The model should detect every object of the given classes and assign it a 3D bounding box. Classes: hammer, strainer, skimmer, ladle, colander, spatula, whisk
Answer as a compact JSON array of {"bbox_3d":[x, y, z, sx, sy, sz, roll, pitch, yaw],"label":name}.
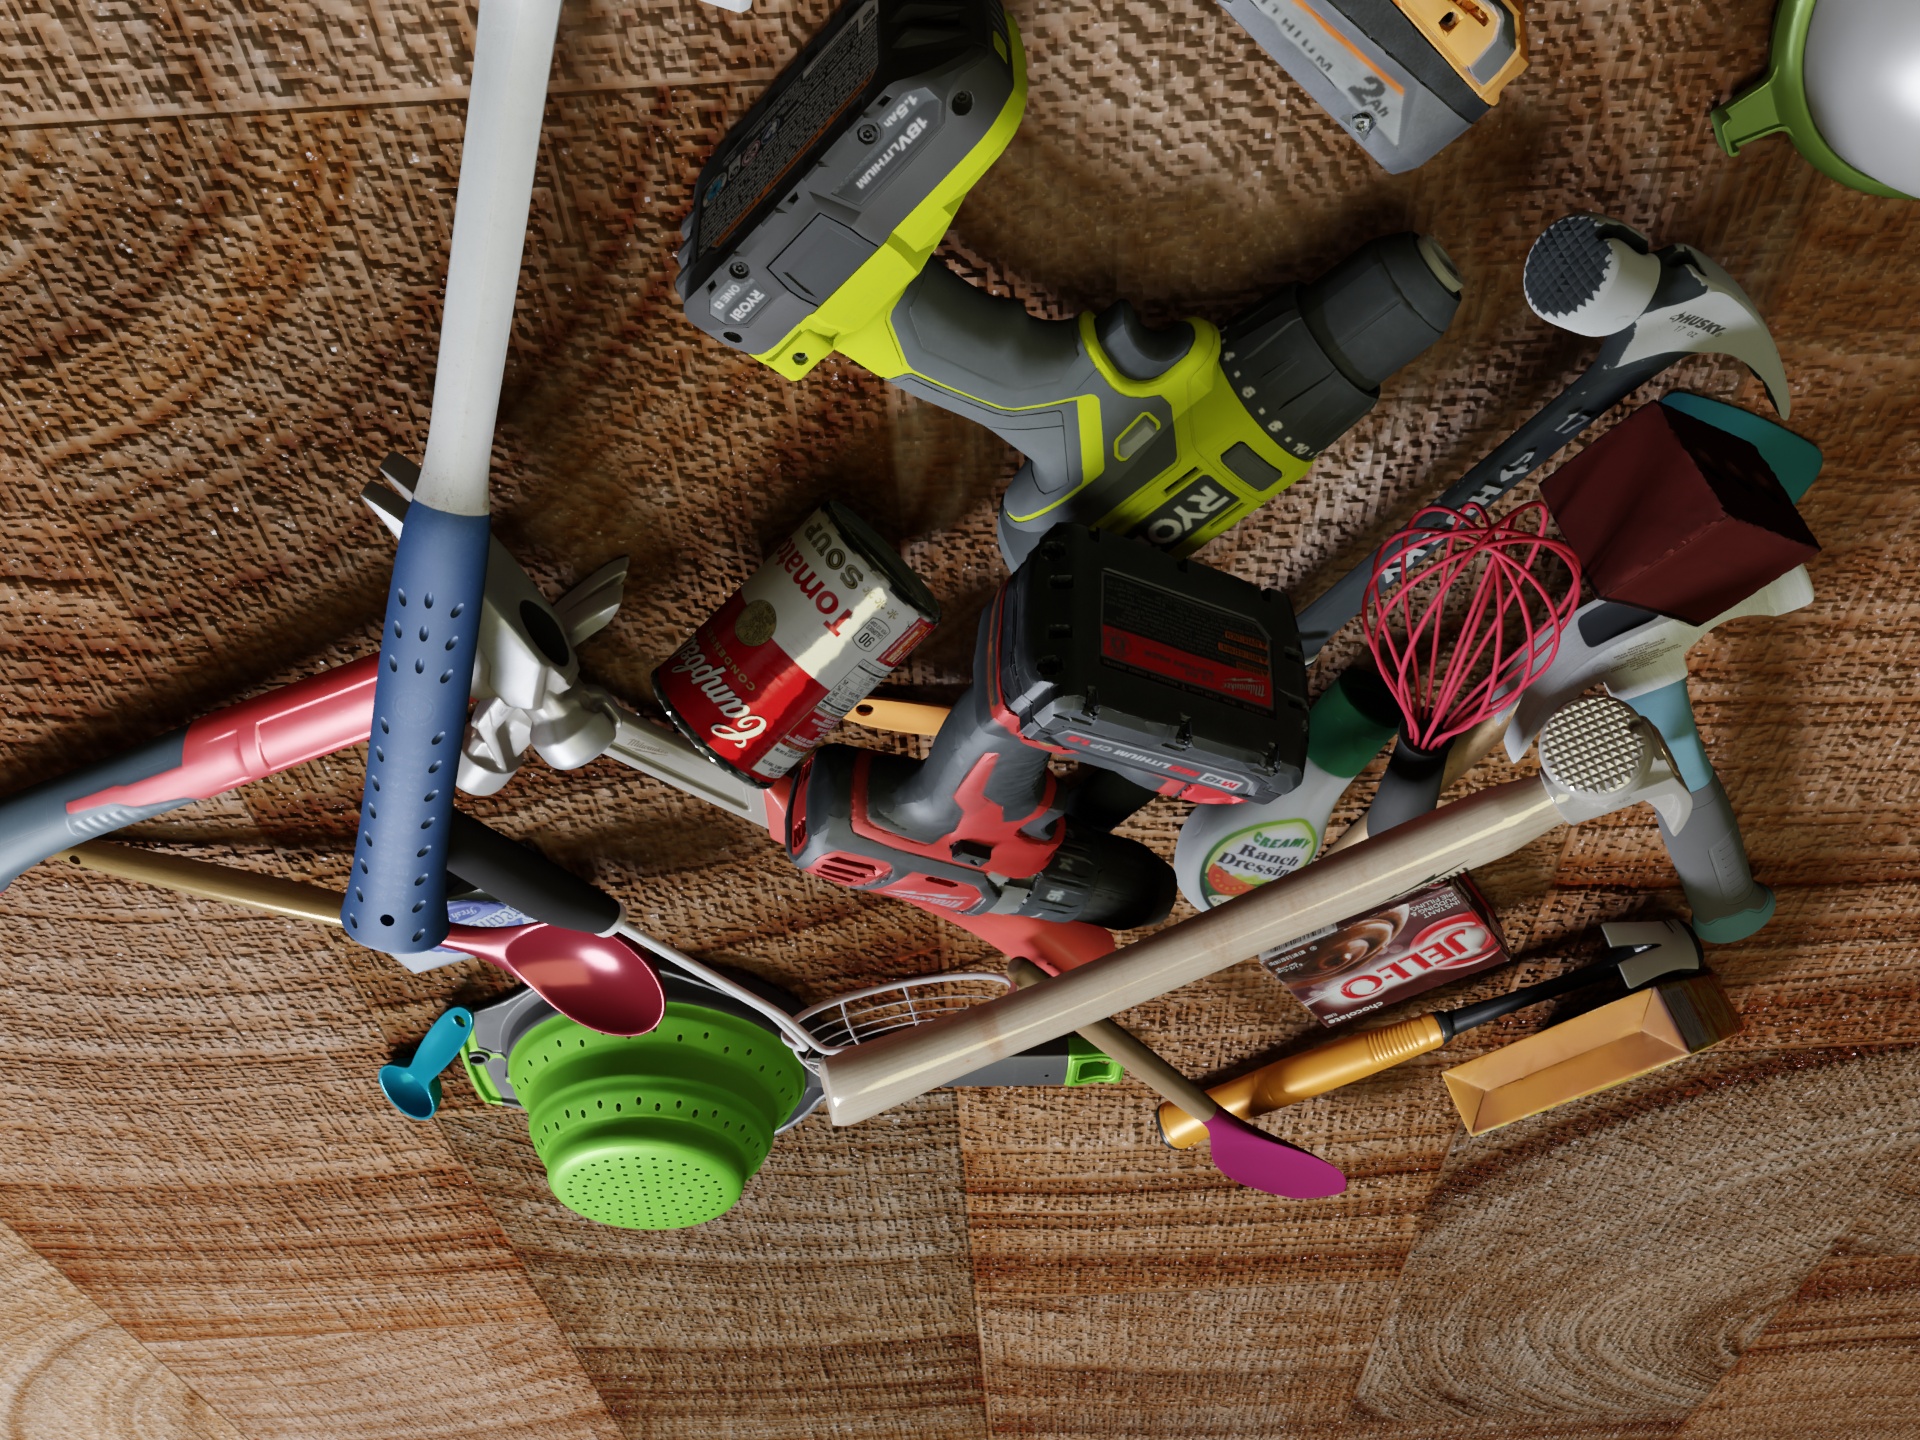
[{"bbox_3d":[0.152,-0.041,0.667,0.149,0.036,0.408,5,146,-35],"label":"hammer"},{"bbox_3d":[0.346,-0.247,0.443,0.151,0.069,0.256,6,139,-9],"label":"strainer"},{"bbox_3d":[-0.114,0.094,0.769,0.127,0.090,0.362,-7,146,43],"label":"skimmer"},{"bbox_3d":[0.251,0.188,0.922,0.337,0.034,0.127,-30,158,32],"label":"hammer"},{"bbox_3d":[0.341,0.032,0.745,0.128,0.033,0.330,-22,143,21],"label":"hammer"},{"bbox_3d":[-0.298,0.099,0.795,0.315,0.031,0.069,14,121,-2],"label":"ladle"},{"bbox_3d":[-0.179,-0.086,0.546,0.144,0.035,0.405,12,119,-12],"label":"hammer"},{"bbox_3d":[-0.098,0.233,0.933,0.397,0.095,0.204,0,138,-3],"label":"colander"},{"bbox_3d":[0.253,-0.015,0.732,0.082,0.044,0.317,16,139,-17],"label":"spatula"},{"bbox_3d":[0.111,0.100,0.702,0.410,0.038,0.146,-27,156,24],"label":"hammer"},{"bbox_3d":[-0.057,0.050,0.778,0.358,0.037,0.149,28,130,-29],"label":"hammer"},{"bbox_3d":[0.192,-0.003,0.647,0.073,0.073,0.295,-7,155,5],"label":"whisk"},{"bbox_3d":[-0.342,0.006,0.696,0.386,0.038,0.143,-17,126,22],"label":"hammer"}]

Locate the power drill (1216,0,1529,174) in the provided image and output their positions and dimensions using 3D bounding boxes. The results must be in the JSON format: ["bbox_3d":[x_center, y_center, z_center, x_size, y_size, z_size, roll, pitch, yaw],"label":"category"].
[{"bbox_3d":[0.144,-0.277,0.397,0.185,0.084,0.226,30,124,-30],"label":"power drill"}]

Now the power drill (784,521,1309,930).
[{"bbox_3d":[0.049,0.026,0.655,0.187,0.080,0.226,16,148,-22],"label":"power drill"}]

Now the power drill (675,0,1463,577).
[{"bbox_3d":[0.039,-0.142,0.542,0.228,0.080,0.190,29,130,-34],"label":"power drill"}]

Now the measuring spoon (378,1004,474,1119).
[{"bbox_3d":[-0.304,0.193,0.930,0.042,0.021,0.128,43,129,-1],"label":"measuring spoon"}]

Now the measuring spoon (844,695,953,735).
[{"bbox_3d":[-0.001,-0.002,0.744,0.117,0.011,0.021,6,138,-4],"label":"measuring spoon"}]

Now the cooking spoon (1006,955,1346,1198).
[{"bbox_3d":[0.128,0.213,0.914,0.069,0.017,0.318,-20,134,35],"label":"cooking spoon"}]
